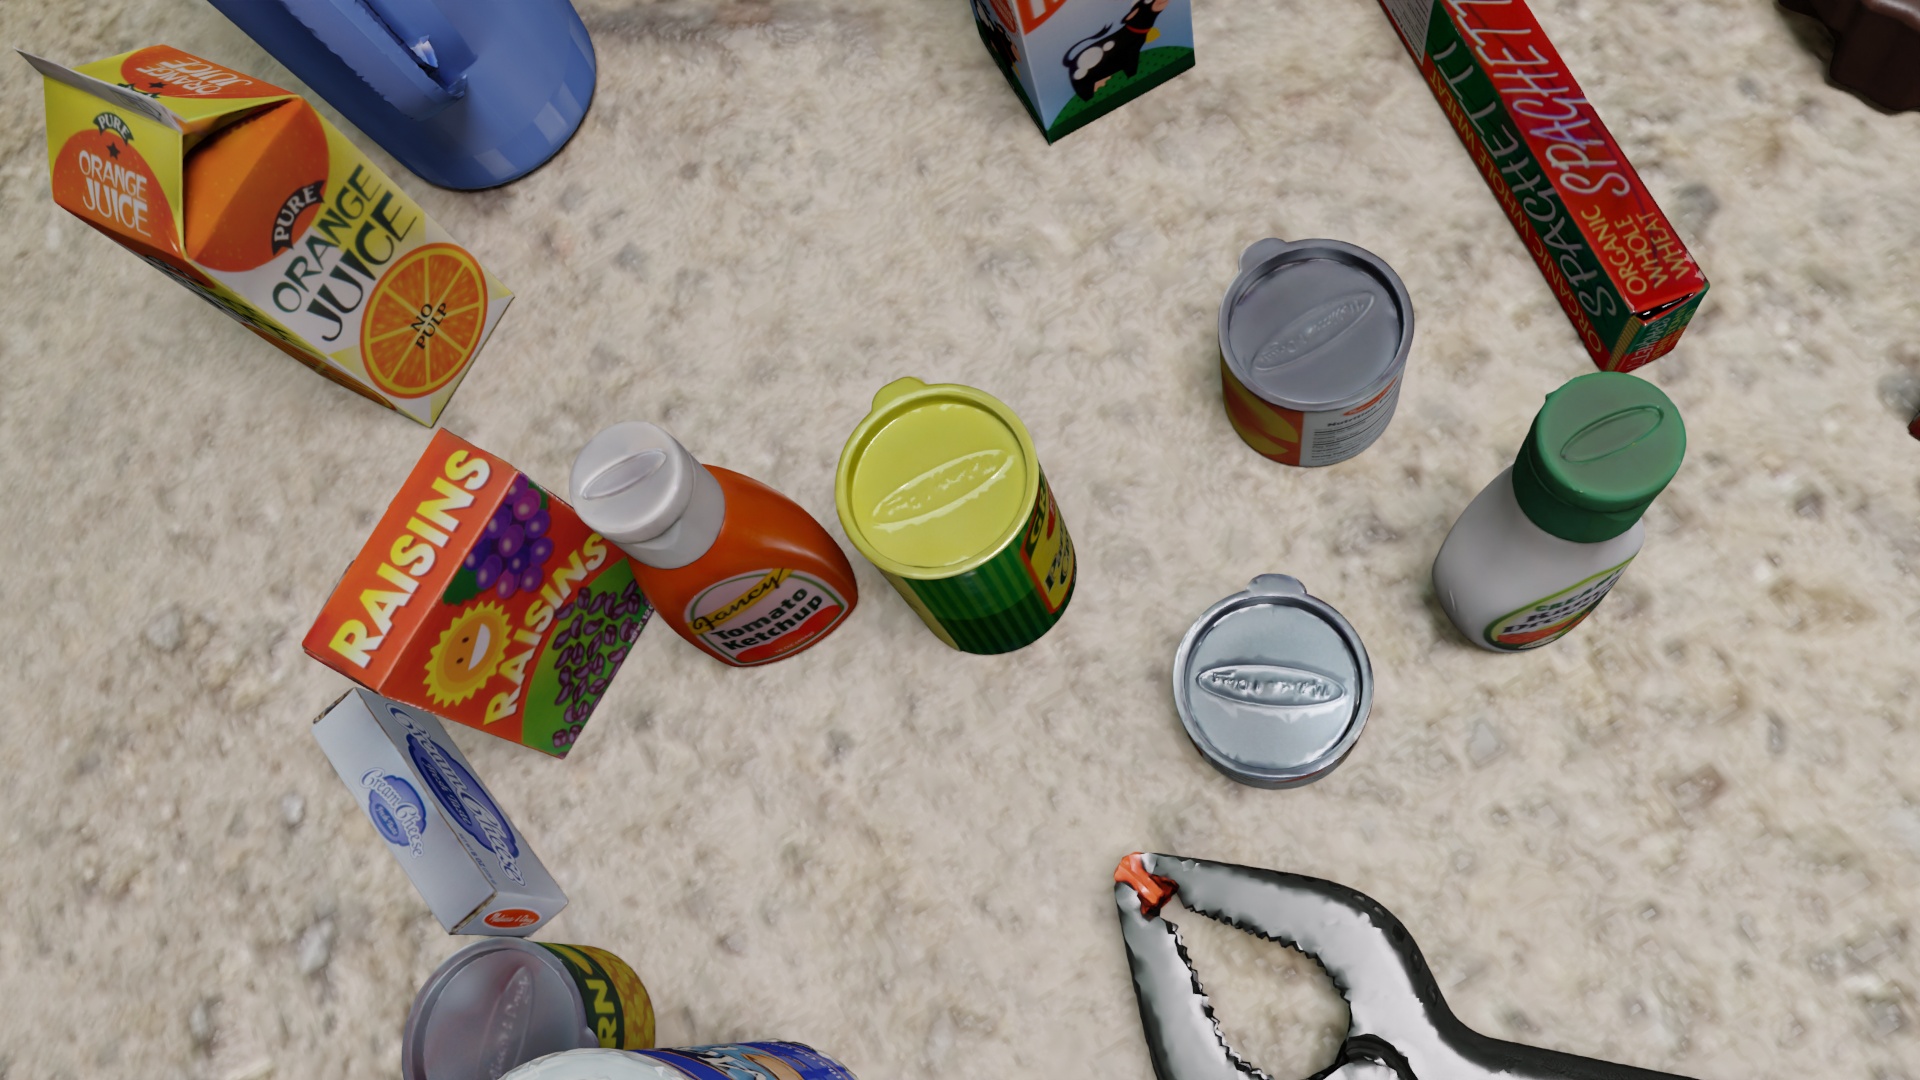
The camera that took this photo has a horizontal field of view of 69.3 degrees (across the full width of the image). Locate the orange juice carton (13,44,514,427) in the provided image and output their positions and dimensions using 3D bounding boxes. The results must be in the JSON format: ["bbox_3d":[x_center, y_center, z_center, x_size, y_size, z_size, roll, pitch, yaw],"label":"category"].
[{"bbox_3d":[-0.264,-0.121,0.537,0.072,0.192,0.073,24,78,19],"label":"orange juice carton"}]

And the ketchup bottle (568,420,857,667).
[{"bbox_3d":[-0.085,0.003,0.478,0.065,0.148,0.043,-28,68,3],"label":"ketchup bottle"}]

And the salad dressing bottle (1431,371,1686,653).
[{"bbox_3d":[0.181,-0.005,0.422,0.064,0.147,0.044,-25,68,3],"label":"salad dressing bottle"}]

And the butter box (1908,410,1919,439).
[{"bbox_3d":[0.362,-0.077,0.458,0.024,0.053,0.103,39,83,21],"label":"butter box"}]

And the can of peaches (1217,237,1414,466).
[{"bbox_3d":[0.127,-0.068,0.504,0.071,0.058,0.071,-4,71,11],"label":"can of peaches"}]

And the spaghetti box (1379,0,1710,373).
[{"bbox_3d":[0.203,-0.177,0.530,0.029,0.050,0.251,-22,68,5],"label":"spaghetti box"}]

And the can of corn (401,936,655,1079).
[{"bbox_3d":[-0.145,0.173,0.481,0.071,0.058,0.071,-4,71,11],"label":"can of corn"}]

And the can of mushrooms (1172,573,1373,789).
[{"bbox_3d":[0.108,0.050,0.481,0.071,0.033,0.071,-4,71,11],"label":"can of mushrooms"}]

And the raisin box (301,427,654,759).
[{"bbox_3d":[-0.165,0.024,0.502,0.040,0.123,0.086,26,79,19],"label":"raisin box"}]

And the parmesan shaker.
[{"bbox_3d":[0.002,-0.006,0.486,0.071,0.103,0.071,-4,71,11],"label":"parmesan shaker"}]

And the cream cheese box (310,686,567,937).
[{"bbox_3d":[-0.195,0.103,0.519,0.024,0.053,0.104,-43,68,-4],"label":"cream cheese box"}]

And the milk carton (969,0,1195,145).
[{"bbox_3d":[0.035,-0.240,0.513,0.073,0.190,0.072,-29,68,2],"label":"milk carton"}]
